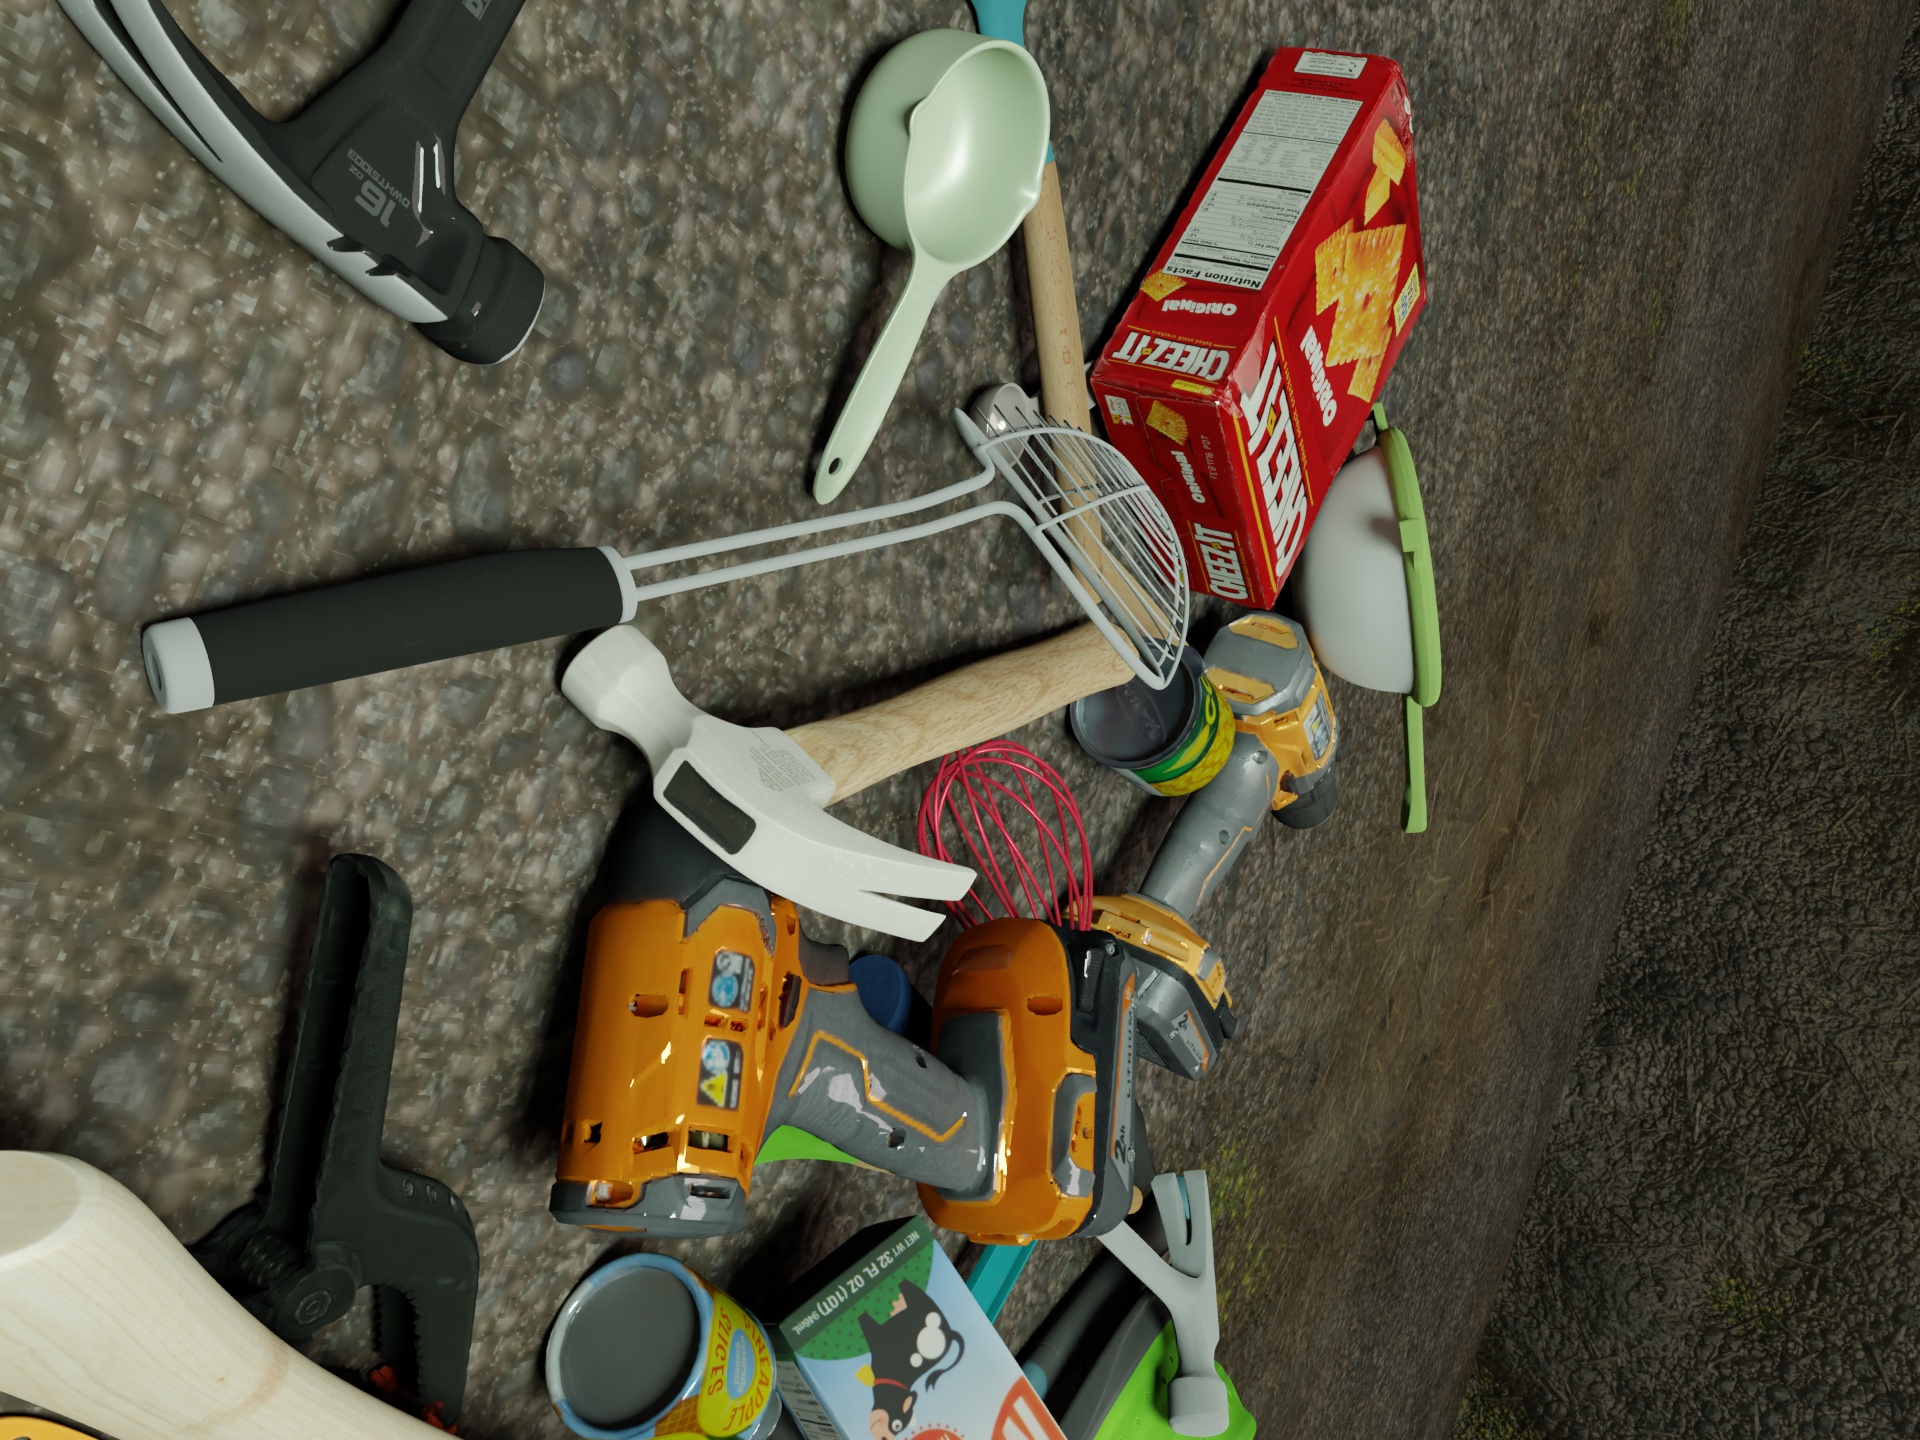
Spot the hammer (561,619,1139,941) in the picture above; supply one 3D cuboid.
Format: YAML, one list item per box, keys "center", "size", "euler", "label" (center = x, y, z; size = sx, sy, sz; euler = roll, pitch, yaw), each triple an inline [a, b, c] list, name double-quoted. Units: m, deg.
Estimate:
- center: [-0.001, -0.002, 0.612]
  size: [0.031, 0.130, 0.331]
  euler: [-53, 165, 25]
  label: "hammer"

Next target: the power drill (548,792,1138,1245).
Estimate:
- center: [-0.034, 0.104, 0.571]
  size: [0.226, 0.084, 0.164]
  euler: [21, 65, -41]
  label: "power drill"

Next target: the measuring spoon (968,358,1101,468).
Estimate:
- center: [0.034, -0.136, 0.676]
  size: [0.124, 0.018, 0.034]
  euler: [-37, 131, -53]
  label: "measuring spoon"

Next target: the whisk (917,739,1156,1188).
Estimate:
- center: [0.047, 0.121, 0.731]
  size: [0.073, 0.073, 0.295]
  euler: [-49, 132, -33]
  label: "whisk"

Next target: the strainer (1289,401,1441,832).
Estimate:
- center: [0.223, -0.036, 0.886]
  size: [0.152, 0.069, 0.256]
  euler: [-83, 163, -54]
  label: "strainer"

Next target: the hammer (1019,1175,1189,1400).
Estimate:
- center: [0.050, 0.376, 0.925]
  size: [0.331, 0.033, 0.128]
  euler: [-32, 131, -47]
  label: "hammer"

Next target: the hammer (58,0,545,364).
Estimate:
- center: [-0.088, -0.265, 0.401]
  size: [0.127, 0.034, 0.337]
  euler: [41, 70, -57]
  label: "hammer"

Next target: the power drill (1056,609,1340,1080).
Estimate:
- center: [0.142, 0.077, 0.870]
  size: [0.226, 0.084, 0.185]
  euler: [-61, 149, -16]
  label: "power drill"

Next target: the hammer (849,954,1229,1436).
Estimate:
- center: [0.051, 0.227, 0.796]
  size: [0.405, 0.035, 0.144]
  euler: [53, 30, -43]
  label: "hammer"

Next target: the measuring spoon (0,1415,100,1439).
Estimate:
- center: [-0.230, 0.214, 0.438]
  size: [0.021, 0.011, 0.116]
  euler: [-56, 141, -27]
  label: "measuring spoon"

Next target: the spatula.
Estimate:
- center: [0.041, -0.188, 0.613]
  size: [0.082, 0.044, 0.317]
  euler: [-43, 132, -46]
  label: "spatula"

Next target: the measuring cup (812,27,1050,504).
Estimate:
- center: [-0.026, -0.158, 0.556]
  size: [0.083, 0.038, 0.167]
  euler: [5, 114, -58]
  label: "measuring cup"

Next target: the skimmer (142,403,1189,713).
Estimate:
- center: [-0.062, -0.035, 0.505]
  size: [0.363, 0.127, 0.090]
  euler: [-17, 154, -37]
  label: "skimmer"

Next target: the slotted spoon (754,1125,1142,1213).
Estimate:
- center: [-0.025, 0.178, 0.646]
  size: [0.313, 0.031, 0.070]
  euler: [25, 84, -41]
  label: "slotted spoon"

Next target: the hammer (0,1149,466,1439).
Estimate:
- center: [-0.159, 0.231, 0.462]
  size: [0.146, 0.038, 0.410]
  euler: [-32, 138, -5]
  label: "hammer"

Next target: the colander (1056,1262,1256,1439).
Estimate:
- center: [0.066, 0.484, 0.901]
  size: [0.397, 0.094, 0.204]
  euler: [-42, 151, -40]
  label: "colander"

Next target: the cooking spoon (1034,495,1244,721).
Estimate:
- center: [0.105, -0.042, 0.821]
  size: [0.318, 0.017, 0.069]
  euler: [36, 74, -58]
  label: "cooking spoon"

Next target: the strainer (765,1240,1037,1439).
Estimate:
- center: [-0.003, 0.351, 0.730]
  size: [0.340, 0.095, 0.210]
  euler: [-54, 127, -37]
  label: "strainer"
